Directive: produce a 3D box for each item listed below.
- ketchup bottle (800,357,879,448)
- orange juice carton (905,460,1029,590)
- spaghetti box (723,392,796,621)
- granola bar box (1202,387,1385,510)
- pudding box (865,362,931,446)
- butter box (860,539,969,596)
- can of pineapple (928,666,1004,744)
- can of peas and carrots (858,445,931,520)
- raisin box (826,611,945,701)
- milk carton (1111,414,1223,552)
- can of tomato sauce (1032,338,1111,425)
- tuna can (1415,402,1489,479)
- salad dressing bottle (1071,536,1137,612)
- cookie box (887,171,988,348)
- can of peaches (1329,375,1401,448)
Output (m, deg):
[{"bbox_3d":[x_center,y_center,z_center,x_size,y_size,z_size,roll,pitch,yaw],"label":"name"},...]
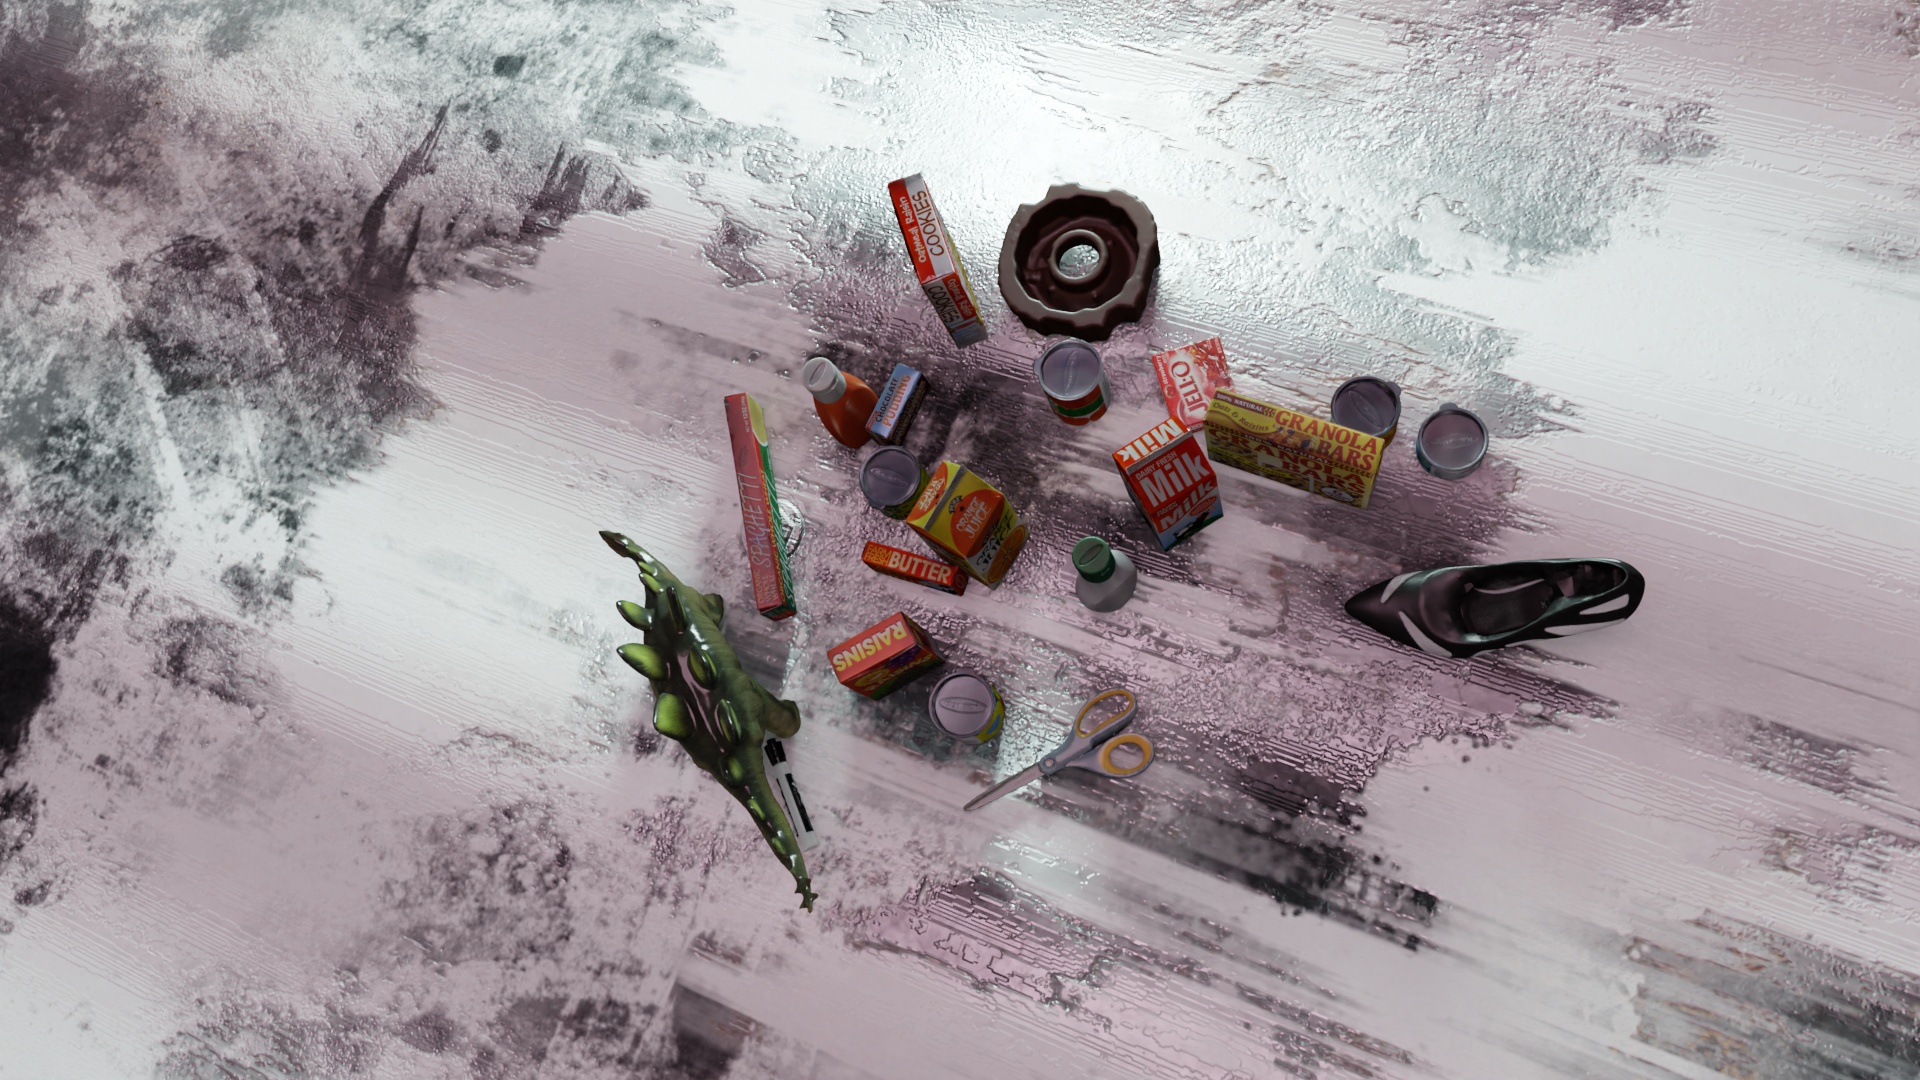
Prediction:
[{"bbox_3d":[-0.125,-0.147,1.451,0.043,0.148,0.065,28,83,18],"label":"ketchup bottle"},{"bbox_3d":[0.005,-0.017,1.362,0.073,0.192,0.072,30,84,19],"label":"orange juice carton"},{"bbox_3d":[-0.216,-0.037,1.494,0.028,0.050,0.250,-15,72,9],"label":"spaghetti box"},{"bbox_3d":[0.322,-0.088,1.346,0.166,0.124,0.039,20,81,17],"label":"granola bar box"},{"bbox_3d":[-0.067,-0.143,1.490,0.030,0.049,0.084,24,81,18],"label":"pudding box"},{"bbox_3d":[-0.047,0.029,1.435,0.103,0.053,0.024,16,79,17],"label":"butter box"},{"bbox_3d":[0.008,0.166,1.381,0.071,0.057,0.071,-3,74,12],"label":"can of pineapple"},{"bbox_3d":[-0.068,-0.058,1.461,0.071,0.058,0.071,-3,74,12],"label":"can of peas and carrots"},{"bbox_3d":[-0.072,0.117,1.379,0.086,0.123,0.040,-28,71,4],"label":"raisin box"},{"bbox_3d":[0.199,-0.058,1.330,0.072,0.190,0.073,-32,71,3],"label":"milk carton"},{"bbox_3d":[0.117,-0.162,1.435,0.071,0.083,0.071,-3,74,12],"label":"can of tomato sauce"},{"bbox_3d":[0.481,-0.097,1.361,0.071,0.032,0.071,-3,74,12],"label":"tuna can"},{"bbox_3d":[0.136,0.032,1.342,0.064,0.147,0.044,-41,70,0],"label":"salad dressing bottle"},{"bbox_3d":[-0.023,-0.291,1.458,0.040,0.167,0.123,-21,72,7],"label":"cookie box"},{"bbox_3d":[0.401,-0.124,1.373,0.071,0.058,0.071,-3,74,12],"label":"can of peaches"}]
